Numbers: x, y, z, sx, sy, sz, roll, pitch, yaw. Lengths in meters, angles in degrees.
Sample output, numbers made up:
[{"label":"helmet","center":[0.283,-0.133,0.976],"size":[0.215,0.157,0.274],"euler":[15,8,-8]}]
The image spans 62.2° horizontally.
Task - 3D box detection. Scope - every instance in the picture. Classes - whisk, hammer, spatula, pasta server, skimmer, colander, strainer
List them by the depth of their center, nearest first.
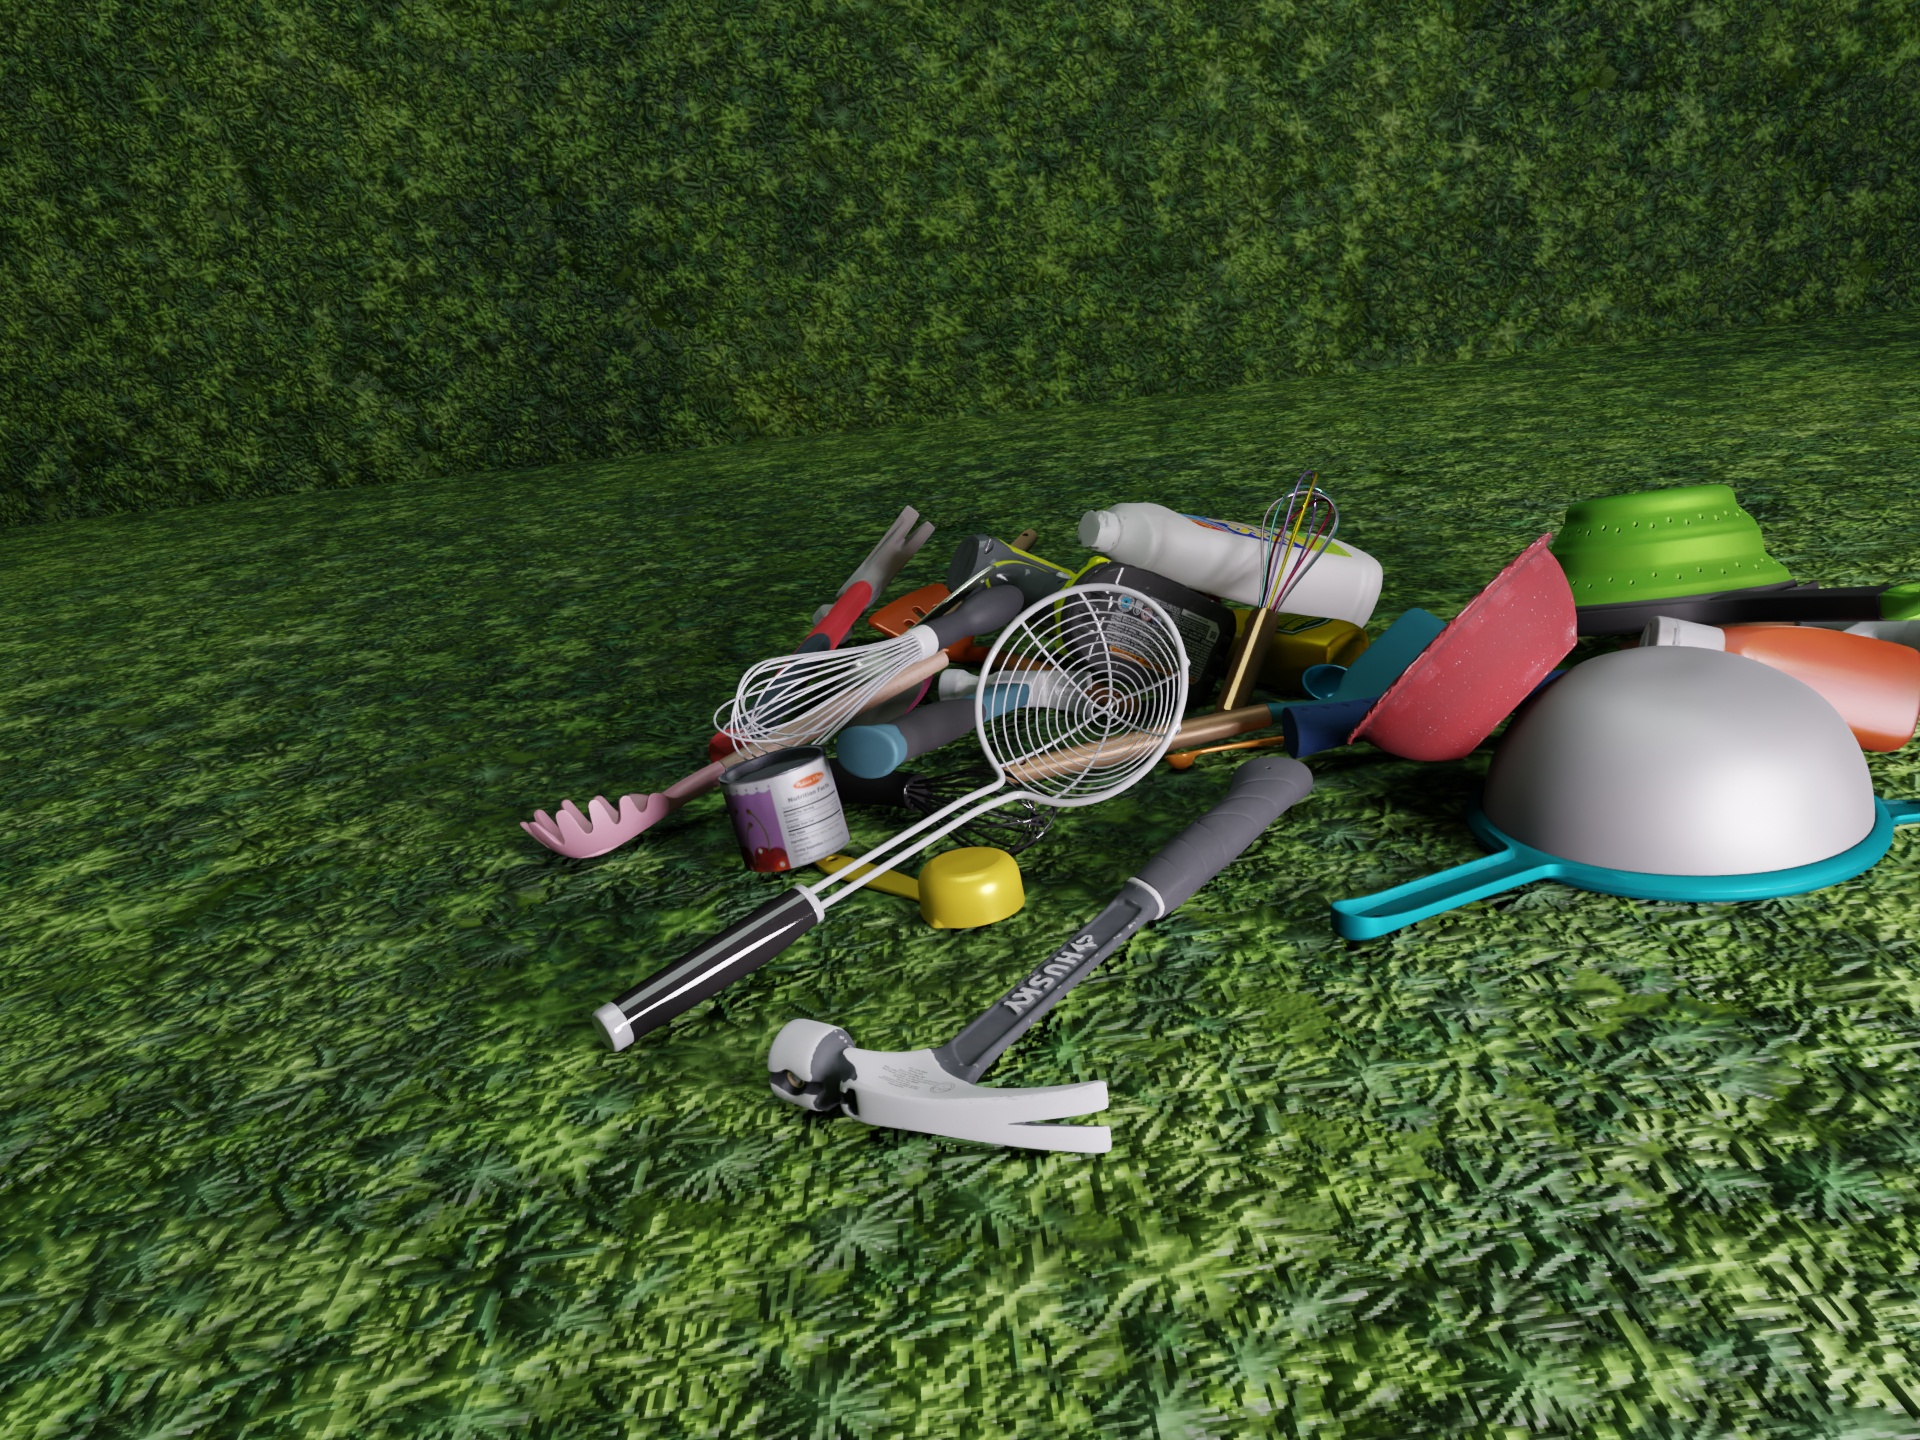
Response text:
[{"label":"hammer","center":[0.088,0.096,0.794],"size":[0.149,0.036,0.409],"euler":[7,21,33]},{"label":"skimmer","center":[-0.032,0.044,0.815],"size":[0.363,0.090,0.127],"euler":[-31,52,-30]},{"label":"strainer","center":[0.325,0.027,0.823],"size":[0.340,0.095,0.211],"euler":[-14,19,-26]},{"label":"whisk","center":[-0.028,0.047,0.978],"size":[0.055,0.055,0.239],"euler":[-20,17,-36]},{"label":"hammer","center":[0.407,-0.025,1.015],"size":[0.405,0.035,0.144],"euler":[-9,3,-2]},{"label":"hammer","center":[-0.002,-0.003,1.051],"size":[0.128,0.033,0.331],"euler":[0,8,19]},{"label":"pasta server","center":[-0.137,0.015,1.051],"size":[0.316,0.040,0.060],"euler":[-28,11,-28]},{"label":"colander","center":[0.505,-0.112,1.053],"size":[0.204,0.094,0.397],"euler":[-8,4,-8]},{"label":"spatula","center":[0.178,-0.008,1.054],"size":[0.317,0.044,0.082],"euler":[-13,29,-8]},{"label":"whisk","center":[-0.048,-0.041,1.064],"size":[0.070,0.070,0.284],"euler":[9,27,41]},{"label":"whisk","center":[0.227,-0.088,1.154],"size":[0.047,0.051,0.245],"euler":[-31,28,53]},{"label":"hammer","center":[-0.109,-0.062,1.253],"size":[0.143,0.038,0.386],"euler":[-48,7,24]},{"label":"spatula","center":[0.037,-0.054,1.272],"size":[0.081,0.041,0.323],"euler":[-29,27,-23]}]

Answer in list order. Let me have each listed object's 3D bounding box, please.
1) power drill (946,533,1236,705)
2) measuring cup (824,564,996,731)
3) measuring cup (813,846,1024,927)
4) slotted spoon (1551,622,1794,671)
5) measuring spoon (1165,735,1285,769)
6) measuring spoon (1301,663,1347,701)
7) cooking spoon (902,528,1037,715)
[{"label":"power drill","center":[0.106,-0.081,1.223],"size":[0.171,0.080,0.223],"euler":[19,5,-26]},{"label":"measuring cup","center":[-0.027,-0.049,1.158],"size":[0.167,0.038,0.083],"euler":[-41,-12,-8]},{"label":"measuring cup","center":[-0.031,0.081,0.888],"size":[0.157,0.029,0.062],"euler":[10,24,43]},{"label":"slotted spoon","center":[0.482,-0.051,1.126],"size":[0.313,0.031,0.070],"euler":[-11,31,-20]},{"label":"measuring spoon","center":[0.189,0.019,1.042],"size":[0.117,0.011,0.021],"euler":[-8,0,-16]},{"label":"measuring spoon","center":[0.300,-0.018,1.112],"size":[0.128,0.021,0.042],"euler":[1,41,-5]},{"label":"cooking spoon","center":[-0.008,-0.080,1.301],"size":[0.069,0.017,0.319],"euler":[11,38,25]}]
